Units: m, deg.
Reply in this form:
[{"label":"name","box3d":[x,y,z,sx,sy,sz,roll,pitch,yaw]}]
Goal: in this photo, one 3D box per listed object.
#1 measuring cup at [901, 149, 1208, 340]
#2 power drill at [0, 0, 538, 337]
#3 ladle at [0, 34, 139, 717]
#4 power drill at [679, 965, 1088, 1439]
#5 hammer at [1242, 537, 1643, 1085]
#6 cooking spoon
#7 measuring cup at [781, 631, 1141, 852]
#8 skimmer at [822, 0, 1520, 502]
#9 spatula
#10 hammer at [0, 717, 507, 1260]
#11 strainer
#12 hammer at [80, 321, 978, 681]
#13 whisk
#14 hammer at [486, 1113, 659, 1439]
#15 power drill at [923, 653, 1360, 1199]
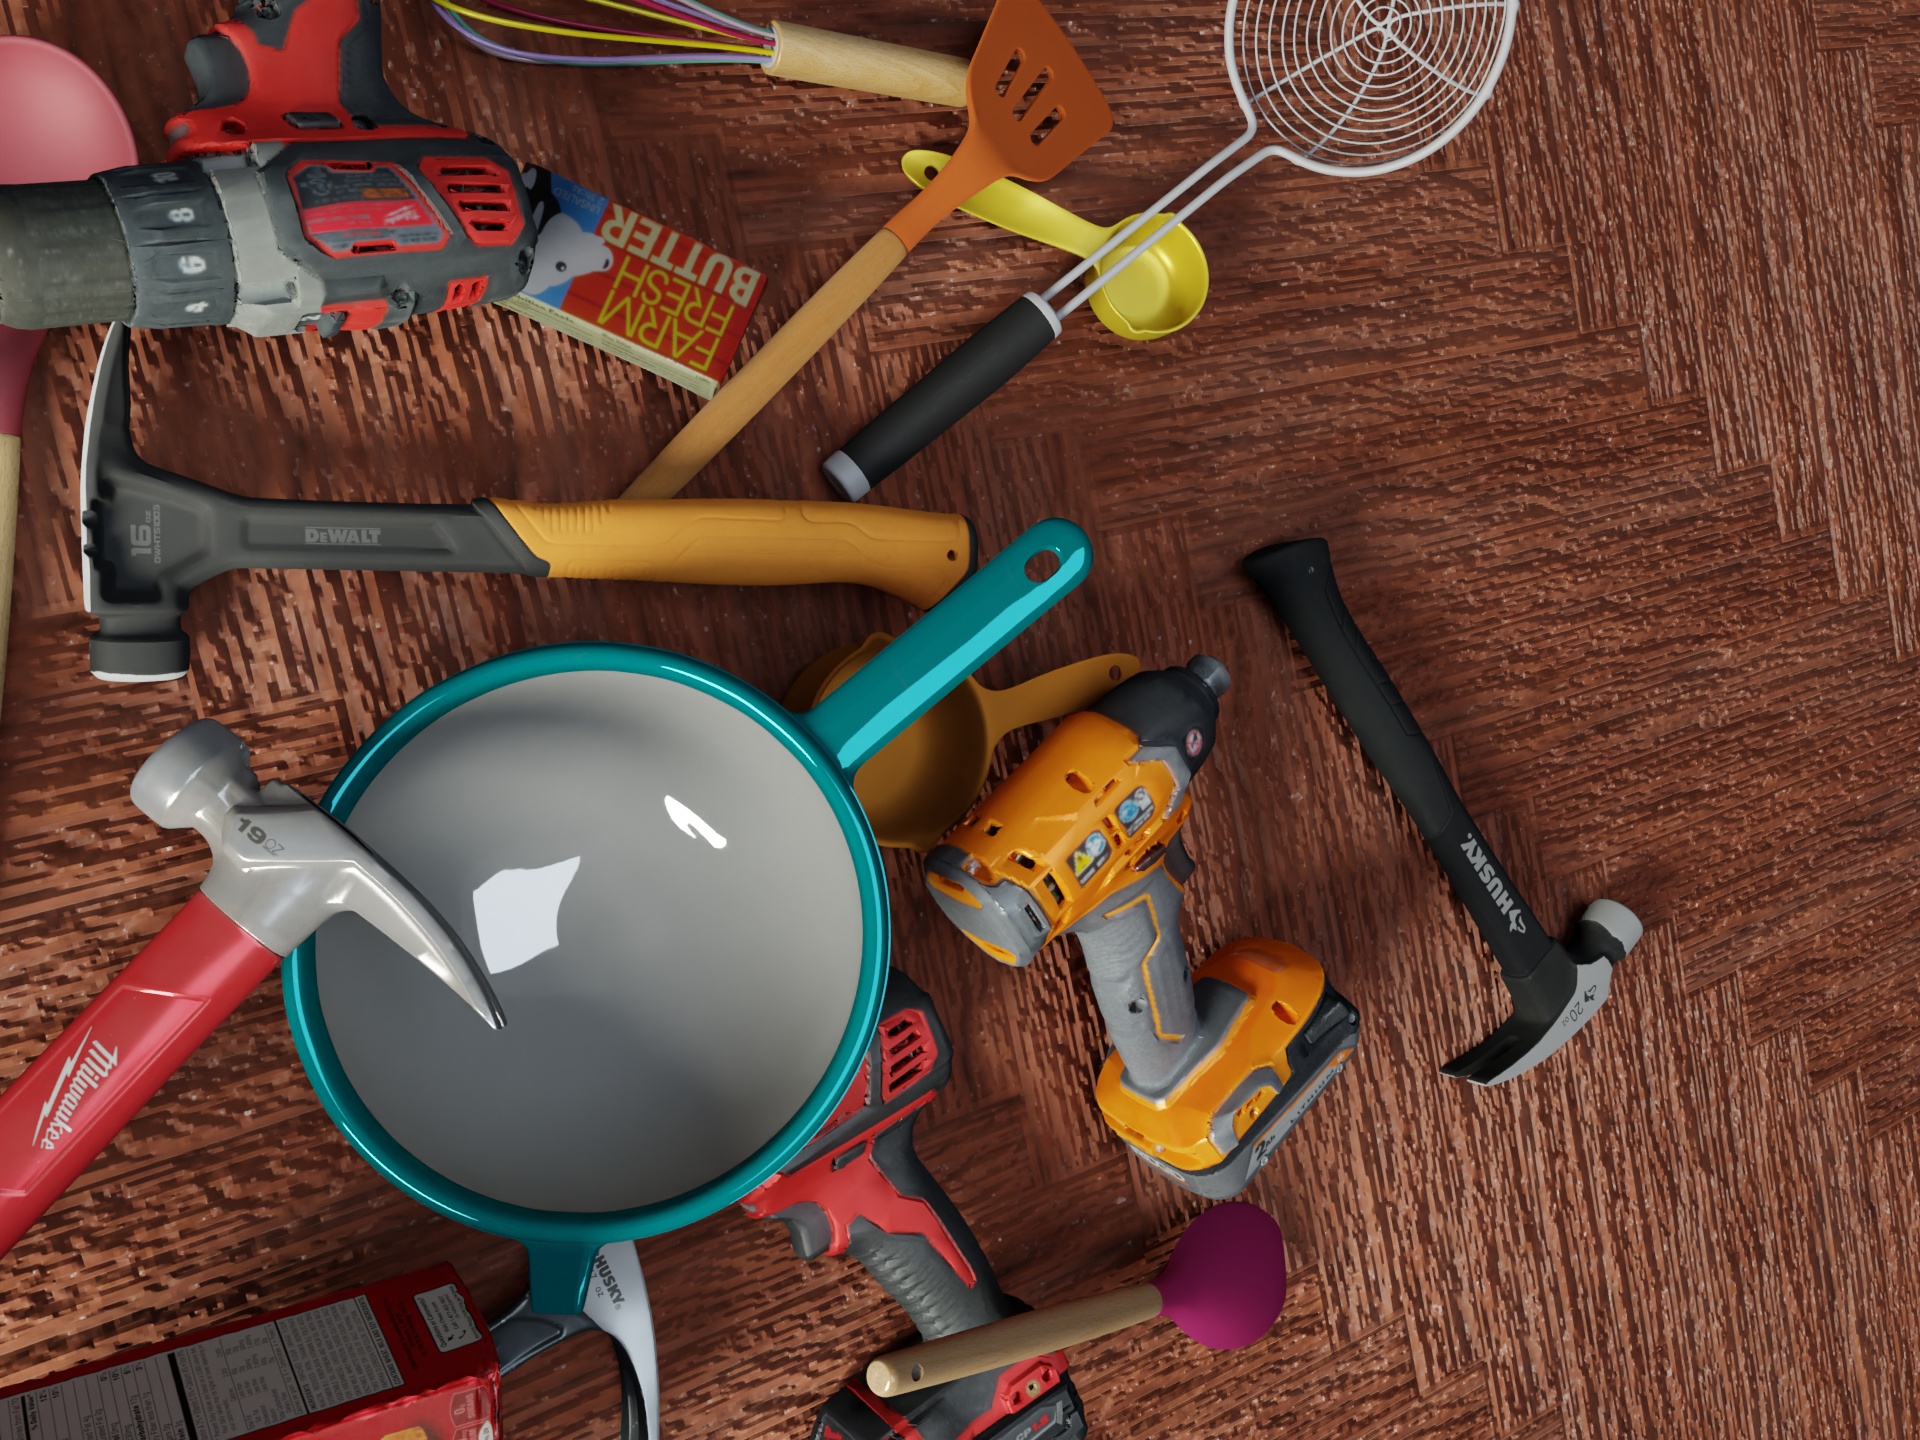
[{"label":"measuring cup","box3d":[0.042,-0.225,0.743,0.156,0.029,0.062,20,83,-14]},{"label":"power drill","box3d":[-0.258,-0.237,0.526,0.188,0.080,0.226,-18,94,-36]},{"label":"ladle","box3d":[-0.331,-0.072,0.545,0.069,0.031,0.315,5,90,-32]},{"label":"power drill","box3d":[-0.045,0.230,0.673,0.143,0.078,0.219,-25,99,-26]},{"label":"hammer","box3d":[0.244,0.043,0.841,0.146,0.035,0.334,-43,109,-21]},{"label":"cooking spoon","box3d":[0.069,0.258,0.697,0.318,0.017,0.069,11,71,-50]},{"label":"measuring cup","box3d":[-0.001,-0.002,0.704,0.173,0.052,0.095,-18,99,-29]},{"label":"skimmer","box3d":[0.083,-0.225,0.689,0.363,0.090,0.127,-41,87,-9]},{"label":"spatula","box3d":[-0.048,-0.187,0.680,0.322,0.041,0.081,-48,117,-10]},{"label":"hammer","box3d":[-0.319,0.187,0.488,0.143,0.038,0.386,41,77,-2]},{"label":"strainer","box3d":[-0.087,0.040,0.612,0.340,0.095,0.211,-40,89,-11]},{"label":"hammer","box3d":[-0.149,-0.078,0.615,0.336,0.034,0.127,0,100,-24]},{"label":"whisk","box3d":[-0.100,-0.284,0.656,0.245,0.047,0.051,-4,105,-32]},{"label":"hammer","box3d":[-0.284,0.305,0.545,0.409,0.036,0.149,-29,106,-31]},{"label":"power drill","box3d":[0.096,0.089,0.716,0.164,0.084,0.226,-44,122,-20]}]
